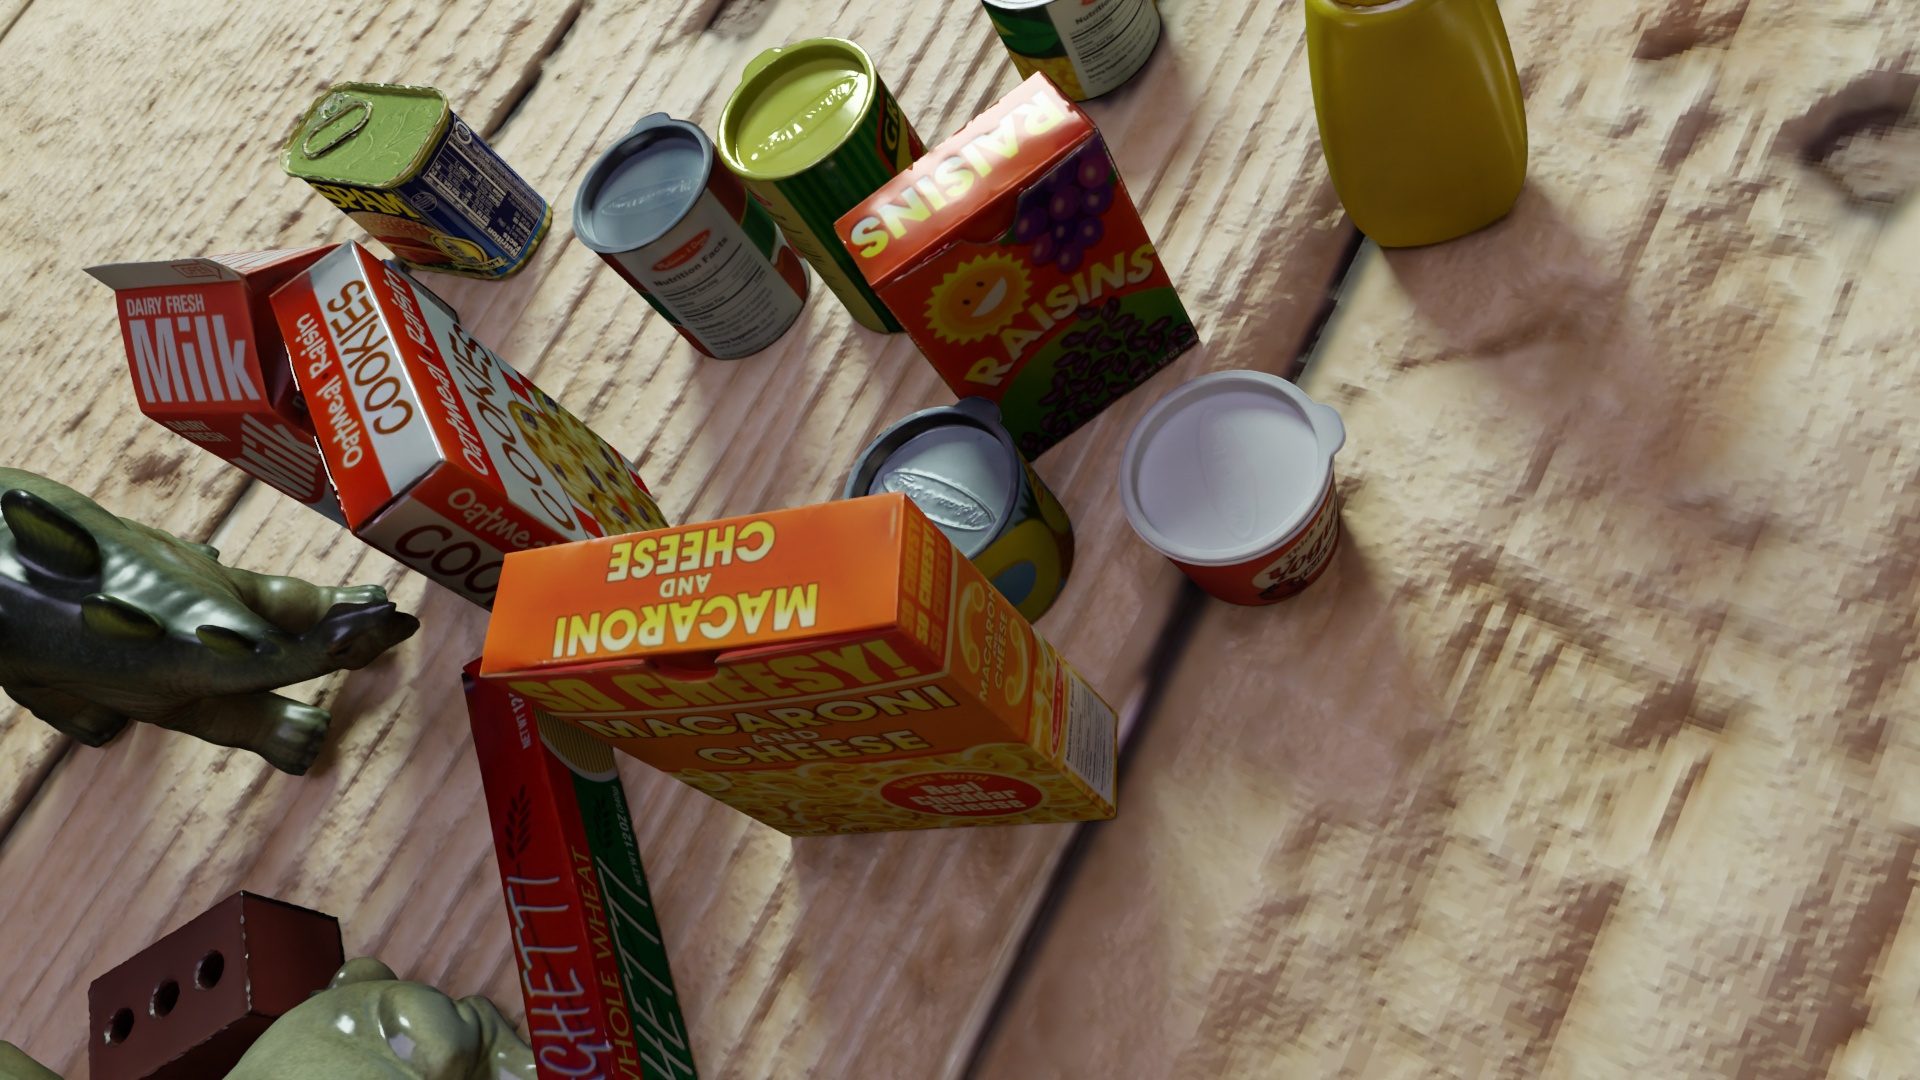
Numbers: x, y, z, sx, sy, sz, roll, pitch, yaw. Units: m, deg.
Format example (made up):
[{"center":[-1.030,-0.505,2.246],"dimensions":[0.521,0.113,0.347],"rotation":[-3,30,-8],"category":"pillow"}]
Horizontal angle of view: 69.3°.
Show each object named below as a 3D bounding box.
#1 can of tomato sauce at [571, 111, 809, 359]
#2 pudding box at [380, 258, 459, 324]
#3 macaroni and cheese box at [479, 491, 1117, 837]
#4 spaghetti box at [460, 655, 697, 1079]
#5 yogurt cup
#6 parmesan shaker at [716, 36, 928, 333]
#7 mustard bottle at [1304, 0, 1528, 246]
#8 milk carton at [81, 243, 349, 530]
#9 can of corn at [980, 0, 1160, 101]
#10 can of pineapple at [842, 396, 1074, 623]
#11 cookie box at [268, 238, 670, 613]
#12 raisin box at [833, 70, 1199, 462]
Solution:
[{"center":[-0.112,-0.127,0.590],"dimensions":[0.071,0.083,0.071],"rotation":[-11,61,21],"category":"can of tomato sauce"},{"center":[-0.262,-0.089,0.662],"dimensions":[0.030,0.049,0.084],"rotation":[-32,55,8],"category":"pudding box"},{"center":[-0.036,0.047,0.411],"dimensions":[0.123,0.166,0.040],"rotation":[-8,62,22],"category":"macaroni and cheese box"},{"center":[-0.125,0.145,0.474],"dimensions":[0.028,0.050,0.251],"rotation":[-31,55,8],"category":"spaghetti box"},{"center":[0.091,-0.013,0.451],"dimensions":[0.072,0.054,0.073],"rotation":[-11,61,20],"category":"yogurt cup"},{"center":[-0.042,-0.139,0.550],"dimensions":[0.071,0.103,0.071],"rotation":[-11,61,21],"category":"parmesan shaker"},{"center":[0.140,-0.157,0.437],"dimensions":[0.065,0.160,0.049],"rotation":[-13,60,20],"category":"mustard bottle"},{"center":[-0.240,-0.055,0.548],"dimensions":[0.072,0.190,0.074],"rotation":[1,66,26],"category":"milk carton"},{"center":[0.044,-0.230,0.584],"dimensions":[0.071,0.058,0.071],"rotation":[-11,61,20],"category":"can of corn"},{"center":[0.002,-0.006,0.488],"dimensions":[0.071,0.057,0.071],"rotation":[-11,61,20],"category":"can of pineapple"},{"center":[-0.161,-0.018,0.505],"dimensions":[0.040,0.167,0.123],"rotation":[-39,55,3],"category":"cookie box"},{"center":[0.023,-0.087,0.479],"dimensions":[0.086,0.123,0.040],"rotation":[-35,55,6],"category":"raisin box"}]
